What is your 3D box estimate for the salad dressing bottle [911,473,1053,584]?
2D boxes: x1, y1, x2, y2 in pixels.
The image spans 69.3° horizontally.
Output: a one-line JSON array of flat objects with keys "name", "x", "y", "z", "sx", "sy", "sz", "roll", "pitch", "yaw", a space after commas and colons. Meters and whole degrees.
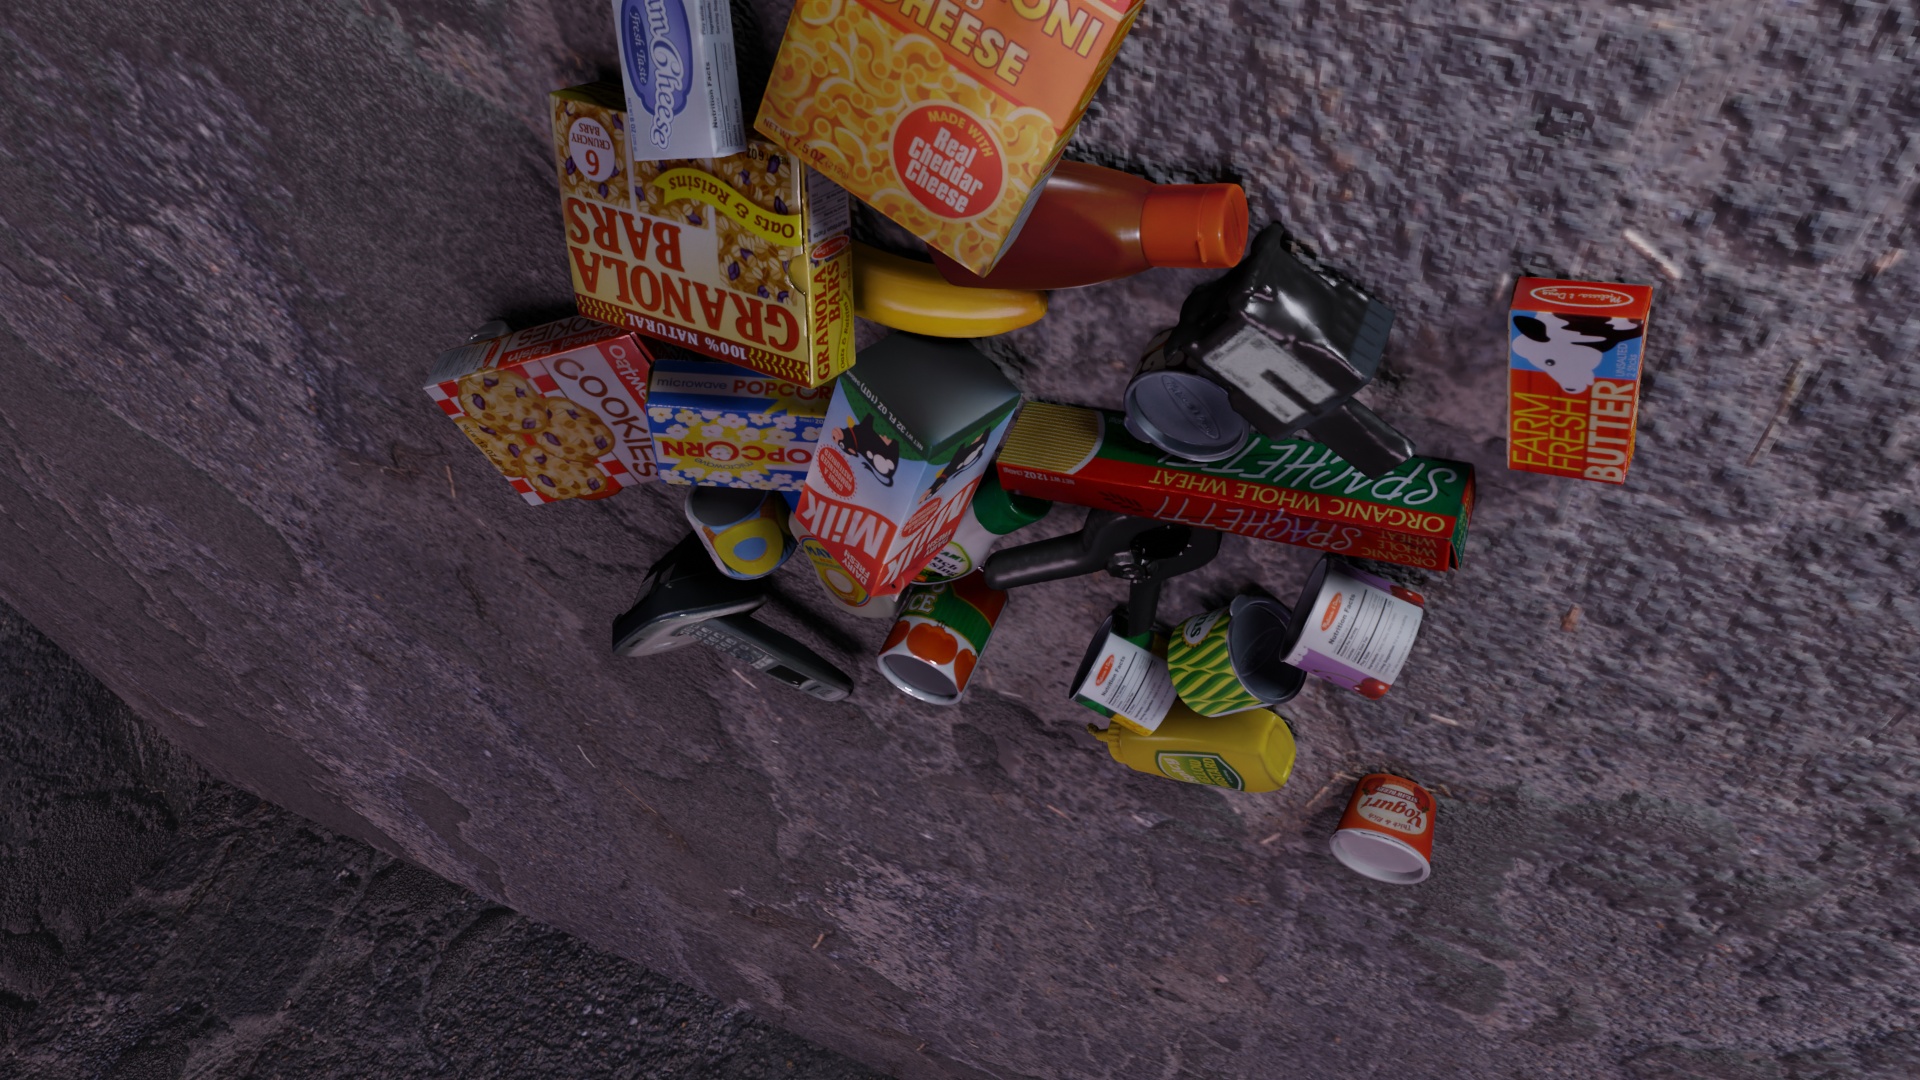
[{"name": "salad dressing bottle", "x": 0.003, "y": -0.011, "z": 0.886, "sx": 0.064, "sy": 0.044, "sz": 0.147, "roll": 35, "pitch": 149, "yaw": -18}]

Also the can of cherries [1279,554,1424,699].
[{"name": "can of cherries", "x": 0.221, "y": 0.049, "z": 0.787, "sx": 0.058, "sy": 0.072, "sz": 0.071, "roll": 23, "pitch": 149, "yaw": 6}]

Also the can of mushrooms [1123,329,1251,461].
[{"name": "can of mushrooms", "x": 0.118, "y": -0.074, "z": 0.710, "sx": 0.071, "sy": 0.033, "sz": 0.070, "roll": 19, "pitch": 149, "yaw": 12}]

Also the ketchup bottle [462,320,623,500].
[{"name": "ketchup bottle", "x": -0.300, "y": -0.092, "z": 1.004, "sx": 0.064, "sy": 0.044, "sz": 0.148, "roll": 3, "pitch": 142, "yaw": 33}]

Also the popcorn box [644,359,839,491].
[{"name": "popcorn box", "x": -0.128, "y": -0.069, "z": 0.864, "sx": 0.127, "sy": 0.038, "sz": 0.084, "roll": 3, "pitch": 147, "yaw": -3}]

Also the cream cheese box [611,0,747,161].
[{"name": "cream cheese box", "x": -0.130, "y": -0.227, "z": 0.633, "sx": 0.053, "sy": 0.024, "sz": 0.103, "roll": 7, "pitch": 112, "yaw": 30}]

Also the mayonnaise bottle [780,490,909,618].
[{"name": "mayonnaise bottle", "x": -0.087, "y": -0.004, "z": 0.971, "sx": 0.065, "sy": 0.041, "sz": 0.147, "roll": 11, "pitch": 146, "yaw": 30}]

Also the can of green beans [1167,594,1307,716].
[{"name": "can of green beans", "x": 0.171, "y": 0.073, "z": 0.859, "sx": 0.071, "sy": 0.071, "sz": 0.057, "roll": 39, "pitch": 148, "yaw": -18}]

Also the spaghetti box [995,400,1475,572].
[{"name": "spaghetti box", "x": 0.141, "y": -0.032, "z": 0.739, "sx": 0.250, "sy": 0.050, "sz": 0.028, "roll": 11, "pitch": 147, "yaw": 25}]

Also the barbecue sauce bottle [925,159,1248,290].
[{"name": "barbecue sauce bottle", "x": 0.056, "y": -0.145, "z": 0.640, "sx": 0.148, "sy": 0.044, "sz": 0.064, "roll": 8, "pitch": 140, "yaw": 29}]

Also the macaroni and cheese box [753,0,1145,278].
[{"name": "macaroni and cheese box", "x": -0.003, "y": -0.206, "z": 0.561, "sx": 0.124, "sy": 0.040, "sz": 0.165, "roll": 33, "pitch": 137, "yaw": 0}]

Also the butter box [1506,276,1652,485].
[{"name": "butter box", "x": 0.268, "y": -0.069, "z": 0.607, "sx": 0.053, "sy": 0.024, "sz": 0.103, "roll": 10, "pitch": 145, "yaw": 28}]

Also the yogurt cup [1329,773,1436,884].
[{"name": "yogurt cup", "x": 0.296, "y": 0.198, "z": 0.963, "sx": 0.072, "sy": 0.054, "sz": 0.072, "roll": 20, "pitch": 149, "yaw": 13}]

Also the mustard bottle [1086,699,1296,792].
[{"name": "mustard bottle", "x": 0.157, "y": 0.145, "z": 0.997, "sx": 0.160, "sy": 0.049, "sz": 0.065, "roll": -2, "pitch": 137, "yaw": 40}]

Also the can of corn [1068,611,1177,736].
[{"name": "can of corn", "x": 0.113, "y": 0.089, "z": 0.933, "sx": 0.058, "sy": 0.071, "sz": 0.070, "roll": 27, "pitch": 150, "yaw": 0}]

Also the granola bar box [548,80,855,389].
[{"name": "granola bar box", "x": -0.133, "y": -0.158, "z": 0.713, "sx": 0.166, "sy": 0.039, "sz": 0.123, "roll": 20, "pitch": 127, "yaw": 27}]

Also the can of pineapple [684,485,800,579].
[{"name": "can of pineapple", "x": -0.153, "y": -0.016, "z": 0.983, "sx": 0.071, "sy": 0.071, "sz": 0.057, "roll": 11, "pitch": 146, "yaw": 26}]

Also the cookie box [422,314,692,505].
[{"name": "cookie box", "x": -0.251, "y": -0.088, "z": 0.929, "sx": 0.167, "sy": 0.040, "sz": 0.122, "roll": -10, "pitch": 137, "yaw": 21}]

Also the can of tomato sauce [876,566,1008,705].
[{"name": "can of tomato sauce", "x": -0.014, "y": 0.062, "z": 0.973, "sx": 0.071, "sy": 0.083, "sz": 0.070, "roll": 20, "pitch": 149, "yaw": 13}]

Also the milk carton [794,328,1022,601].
[{"name": "milk carton", "x": -0.039, "y": -0.036, "z": 0.811, "sx": 0.072, "sy": 0.074, "sz": 0.189, "roll": 46, "pitch": 145, "yaw": 14}]
